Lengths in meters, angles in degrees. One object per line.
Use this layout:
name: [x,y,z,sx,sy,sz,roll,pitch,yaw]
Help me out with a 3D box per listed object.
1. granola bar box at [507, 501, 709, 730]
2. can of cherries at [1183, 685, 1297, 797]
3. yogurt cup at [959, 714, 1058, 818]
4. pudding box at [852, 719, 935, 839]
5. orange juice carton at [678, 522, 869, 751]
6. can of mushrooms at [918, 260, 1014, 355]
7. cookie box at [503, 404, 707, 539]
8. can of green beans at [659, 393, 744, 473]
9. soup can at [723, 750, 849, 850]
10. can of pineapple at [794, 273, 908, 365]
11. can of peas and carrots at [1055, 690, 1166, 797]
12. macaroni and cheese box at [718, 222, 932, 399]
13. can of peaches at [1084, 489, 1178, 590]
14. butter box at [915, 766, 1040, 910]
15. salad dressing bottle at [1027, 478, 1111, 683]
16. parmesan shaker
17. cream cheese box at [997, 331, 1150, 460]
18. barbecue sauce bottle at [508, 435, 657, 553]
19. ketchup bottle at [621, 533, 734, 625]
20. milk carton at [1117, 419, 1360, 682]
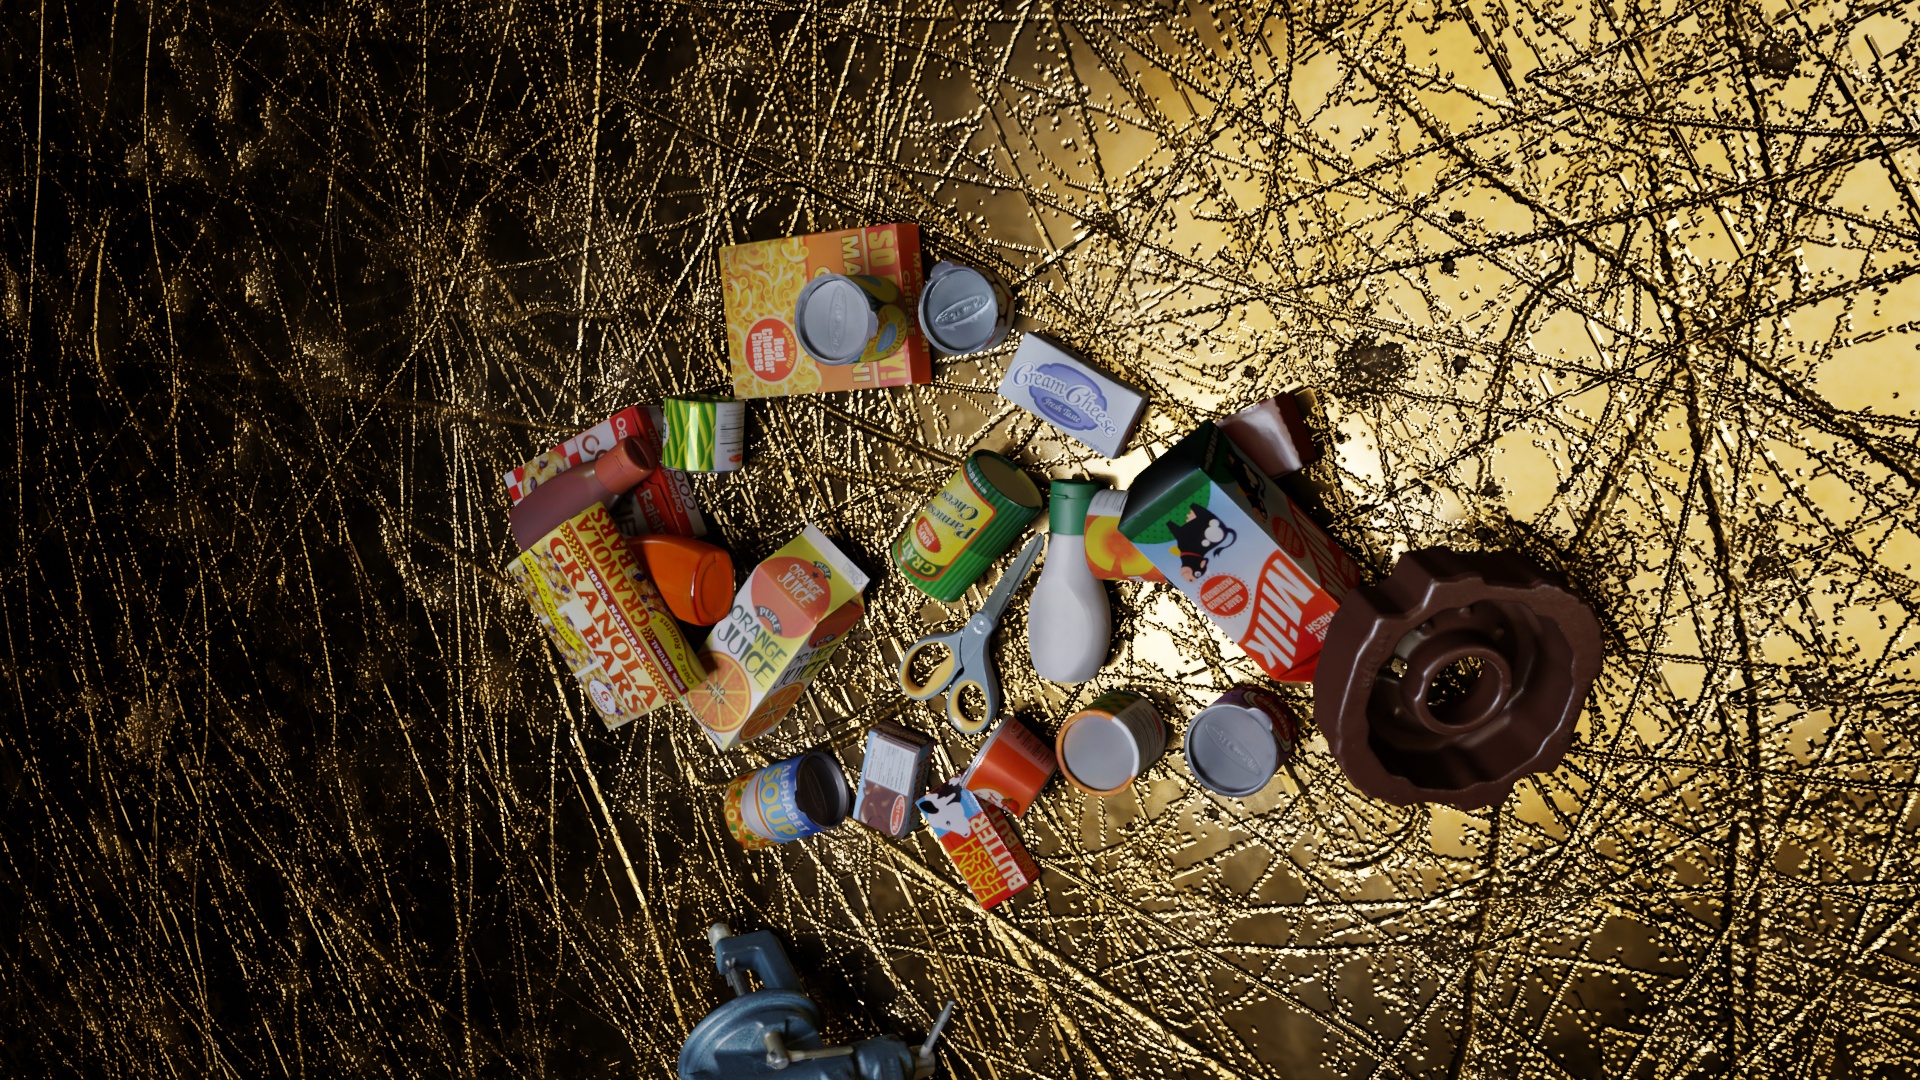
granola bar box: [-0.289,0.065,1.129,0.124,0.039,0.165,-27,96,46]
can of cherries: [0.199,0.139,0.975,0.071,0.058,0.071,5,100,28]
yogurt cup: [0.040,0.175,1.062,0.054,0.072,0.072,34,112,10]
pudding box: [-0.055,0.194,1.132,0.050,0.030,0.083,18,106,23]
orange juice carton: [-0.149,0.077,1.137,0.072,0.073,0.192,45,115,17]
can of mushrooms: [0.004,-0.175,1.039,0.071,0.033,0.071,5,101,27]
cookie box: [-0.315,-0.032,1.224,0.167,0.040,0.123,-22,88,28]
can of green beans: [-0.212,-0.089,1.147,0.071,0.071,0.057,9,102,26]
soup can: [-0.148,0.219,1.161,0.083,0.071,0.071,-22,88,29]
can of pineapple: [-0.078,-0.162,1.022,0.071,0.058,0.071,5,101,27]
can of peas and carrots: [0.109,0.150,1.023,0.071,0.059,0.070,5,100,27]
macaroni and cheese box: [-0.106,-0.179,1.092,0.166,0.040,0.123,-1,98,28]
can of peaches: [0.126,-0.001,0.986,0.058,0.071,0.071,3,100,27]
butter box: [0.014,0.237,1.107,0.053,0.024,0.103,-38,80,28]
salad dressing bottle: [0.082,0.029,1.027,0.064,0.044,0.147,10,102,39]
parmesan shaker: [0.004,-0.013,1.048,0.071,0.071,0.102,47,115,13]
cream cheese box: [0.082,-0.107,1.015,0.104,0.024,0.053,32,110,19]
barbecue sauce bottle: [-0.318,-0.036,1.177,0.148,0.044,0.065,-33,84,28]
ketchup bottle: [-0.248,0.023,1.135,0.149,0.044,0.064,15,108,39]
milk carton: [0.198,0.020,0.910,0.190,0.073,0.073,43,123,-12]
